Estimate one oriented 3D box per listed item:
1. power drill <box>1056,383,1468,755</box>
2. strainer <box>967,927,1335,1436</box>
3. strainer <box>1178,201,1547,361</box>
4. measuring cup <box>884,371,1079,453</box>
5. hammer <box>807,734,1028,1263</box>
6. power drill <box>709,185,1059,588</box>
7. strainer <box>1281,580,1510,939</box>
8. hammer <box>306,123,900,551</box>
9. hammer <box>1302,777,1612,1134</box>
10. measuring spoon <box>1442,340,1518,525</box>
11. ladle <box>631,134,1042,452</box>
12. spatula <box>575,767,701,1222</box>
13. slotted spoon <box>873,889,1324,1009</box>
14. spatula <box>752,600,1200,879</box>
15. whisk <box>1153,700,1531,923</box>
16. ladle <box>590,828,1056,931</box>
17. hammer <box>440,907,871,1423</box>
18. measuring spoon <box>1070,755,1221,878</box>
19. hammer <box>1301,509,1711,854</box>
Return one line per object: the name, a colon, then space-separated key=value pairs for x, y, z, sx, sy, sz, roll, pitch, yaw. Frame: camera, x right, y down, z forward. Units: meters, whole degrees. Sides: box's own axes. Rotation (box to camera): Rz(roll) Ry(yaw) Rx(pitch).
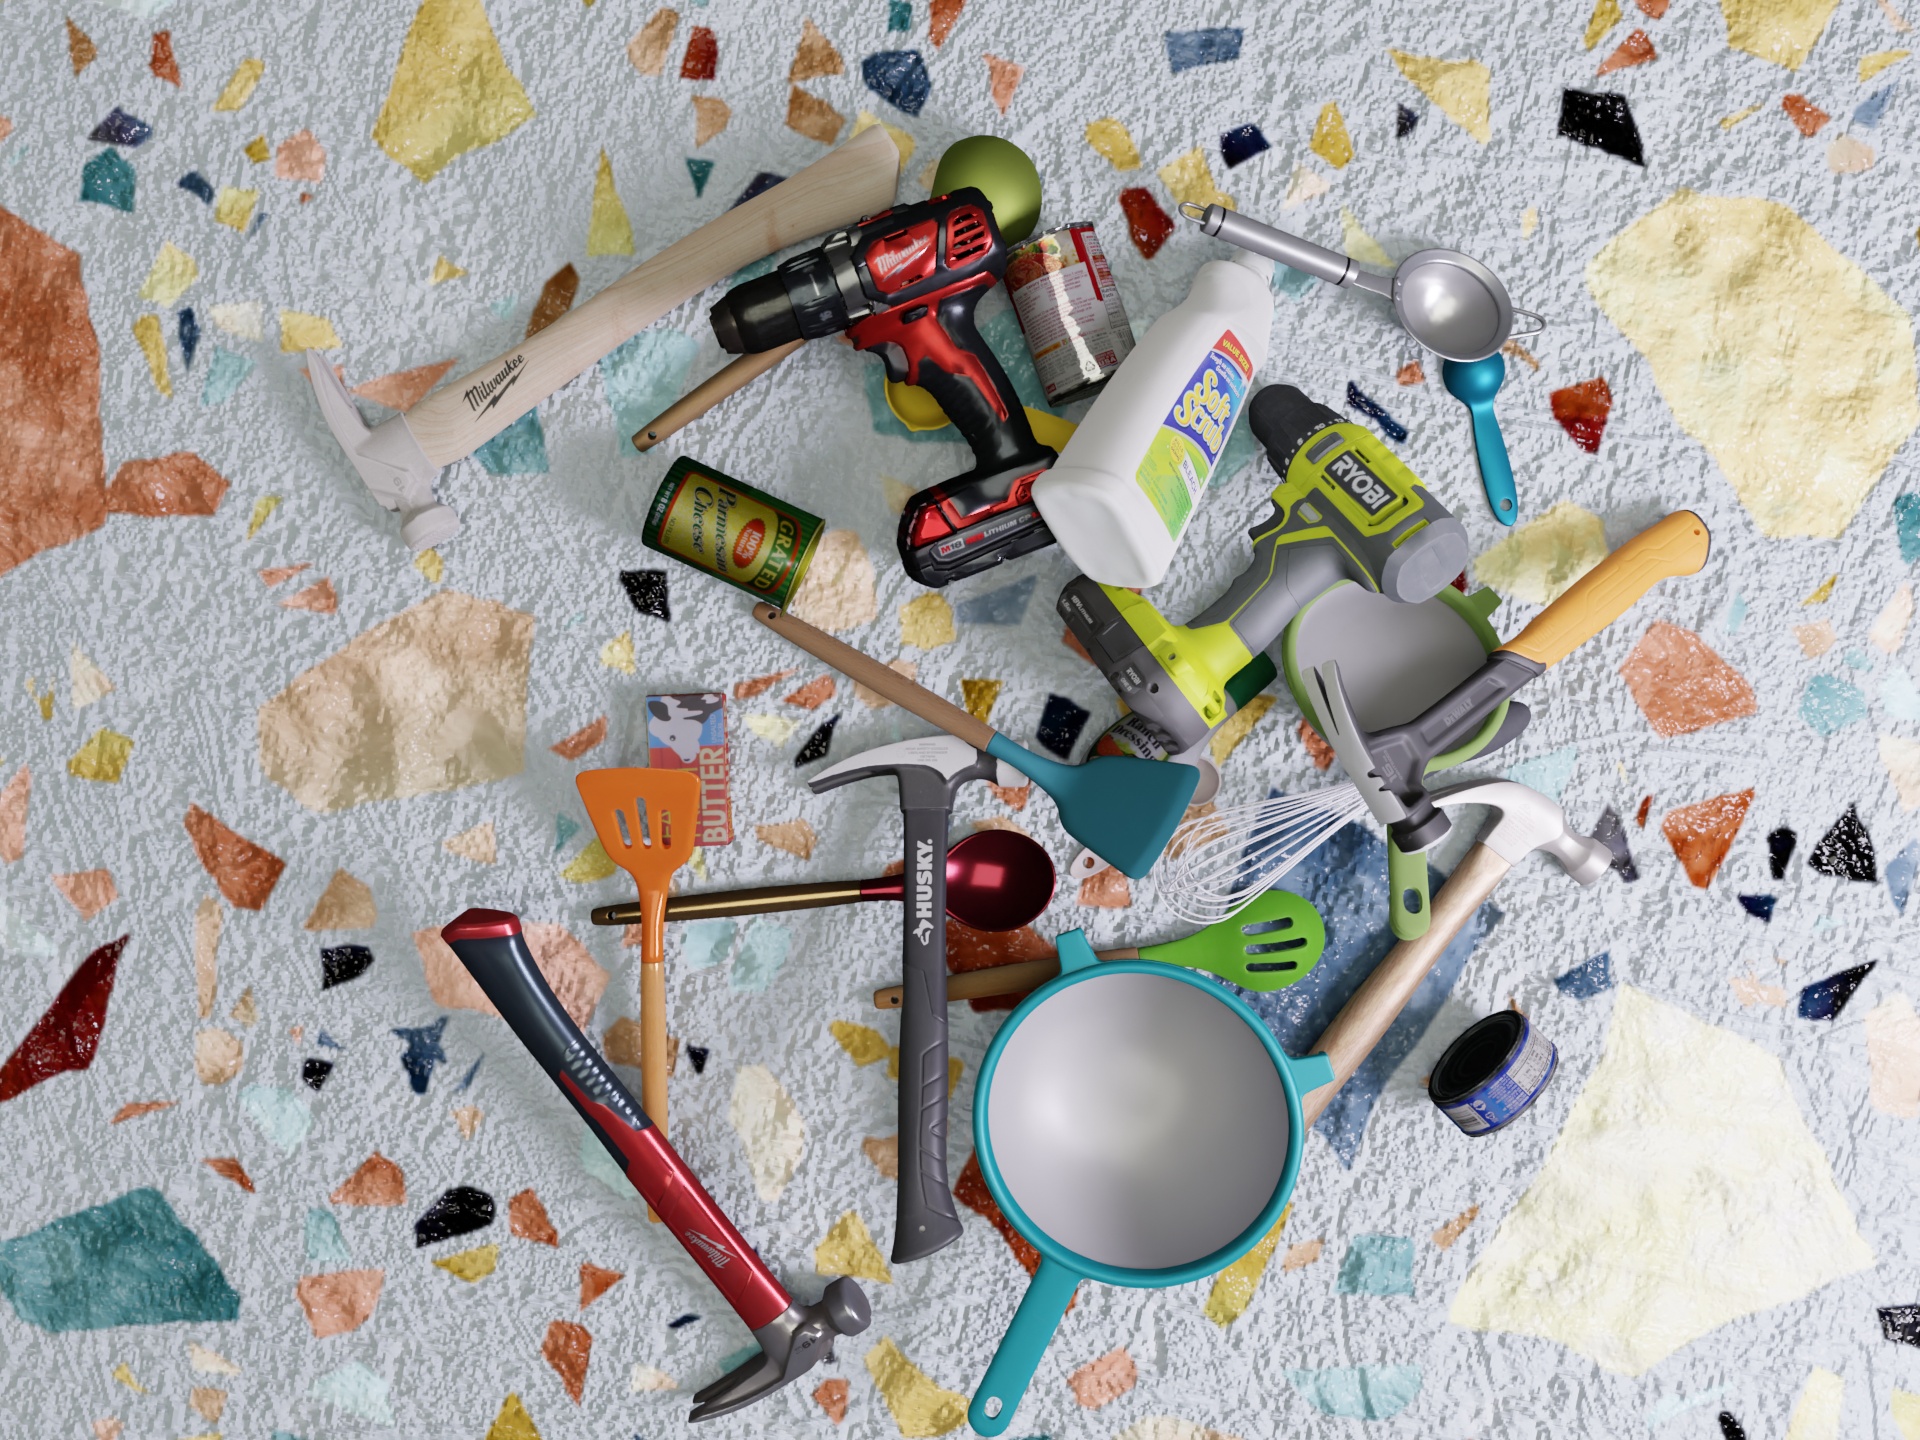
power drill: x=0.180 y=-0.104 z=1.019 sx=0.228 sy=0.080 sz=0.191 roll=-38 pitch=50 yaw=7
strainer: x=0.091 y=0.313 z=1.060 sx=0.211 sy=0.095 sz=0.340 roll=26 pitch=97 yaw=8
strainer: x=0.258 y=-0.289 z=1.037 sx=0.258 sy=0.050 sz=0.087 roll=17 pitch=68 yaw=-13
measuring cup: x=0.022 y=-0.208 z=1.066 sx=0.156 sy=0.029 sz=0.062 roll=18 pitch=102 yaw=-15
hammer: x=-0.029 y=0.174 z=1.025 sx=0.146 sy=0.035 sz=0.335 roll=0 pitch=74 yaw=3
power drill: x=-0.037 y=-0.201 z=1.004 sx=0.188 sy=0.080 sz=0.226 roll=-21 pitch=106 yaw=-2
strainer: x=0.275 y=0.023 z=1.028 sx=0.151 sy=0.069 sz=0.257 roll=6 pitch=66 yaw=-4
hammer: x=-0.225 y=-0.279 z=1.046 sx=0.410 sy=0.038 sz=0.146 roll=-32 pitch=92 yaw=0
hammer: x=0.293 y=0.180 z=1.088 sx=0.130 sy=0.031 sz=0.331 roll=38 pitch=92 yaw=-4
measuring spoon: x=0.359 y=-0.194 z=1.072 sx=0.042 sy=0.021 sz=0.128 roll=-14 pitch=92 yaw=-1
ladle: x=-0.085 y=-0.274 z=1.052 sx=0.320 sy=0.062 sz=0.078 roll=-33 pitch=112 yaw=7
spatula: x=-0.207 y=0.185 z=1.057 sx=0.081 sy=0.041 sz=0.322 roll=1 pitch=100 yaw=1
slotted spoon: x=0.096 y=0.169 z=1.085 sx=0.313 sy=0.031 sz=0.070 roll=-9 pitch=96 yaw=0
spatula: x=-0.002 y=-0.003 z=1.033 sx=0.317 sy=0.044 sz=0.082 roll=29 pitch=79 yaw=10
whisk: x=0.260 y=0.056 z=1.071 sx=0.284 sy=0.070 sz=0.070 roll=-25 pitch=94 yaw=-5
ladle: x=-0.093 y=0.119 z=1.076 sx=0.315 sy=0.031 sz=0.069 roll=-5 pitch=82 yaw=1
hammer: x=-0.225 y=0.290 z=1.050 sx=0.143 sy=0.038 sz=0.386 roll=-34 pitch=101 yaw=5
measuring spoon: x=0.125 y=0.068 z=1.088 sx=0.124 sy=0.018 sz=0.034 roll=-38 pitch=90 yaw=8
hammer: x=0.363 y=-0.054 z=1.009 sx=0.337 sy=0.034 sz=0.127 roll=-32 pitch=92 yaw=-24
